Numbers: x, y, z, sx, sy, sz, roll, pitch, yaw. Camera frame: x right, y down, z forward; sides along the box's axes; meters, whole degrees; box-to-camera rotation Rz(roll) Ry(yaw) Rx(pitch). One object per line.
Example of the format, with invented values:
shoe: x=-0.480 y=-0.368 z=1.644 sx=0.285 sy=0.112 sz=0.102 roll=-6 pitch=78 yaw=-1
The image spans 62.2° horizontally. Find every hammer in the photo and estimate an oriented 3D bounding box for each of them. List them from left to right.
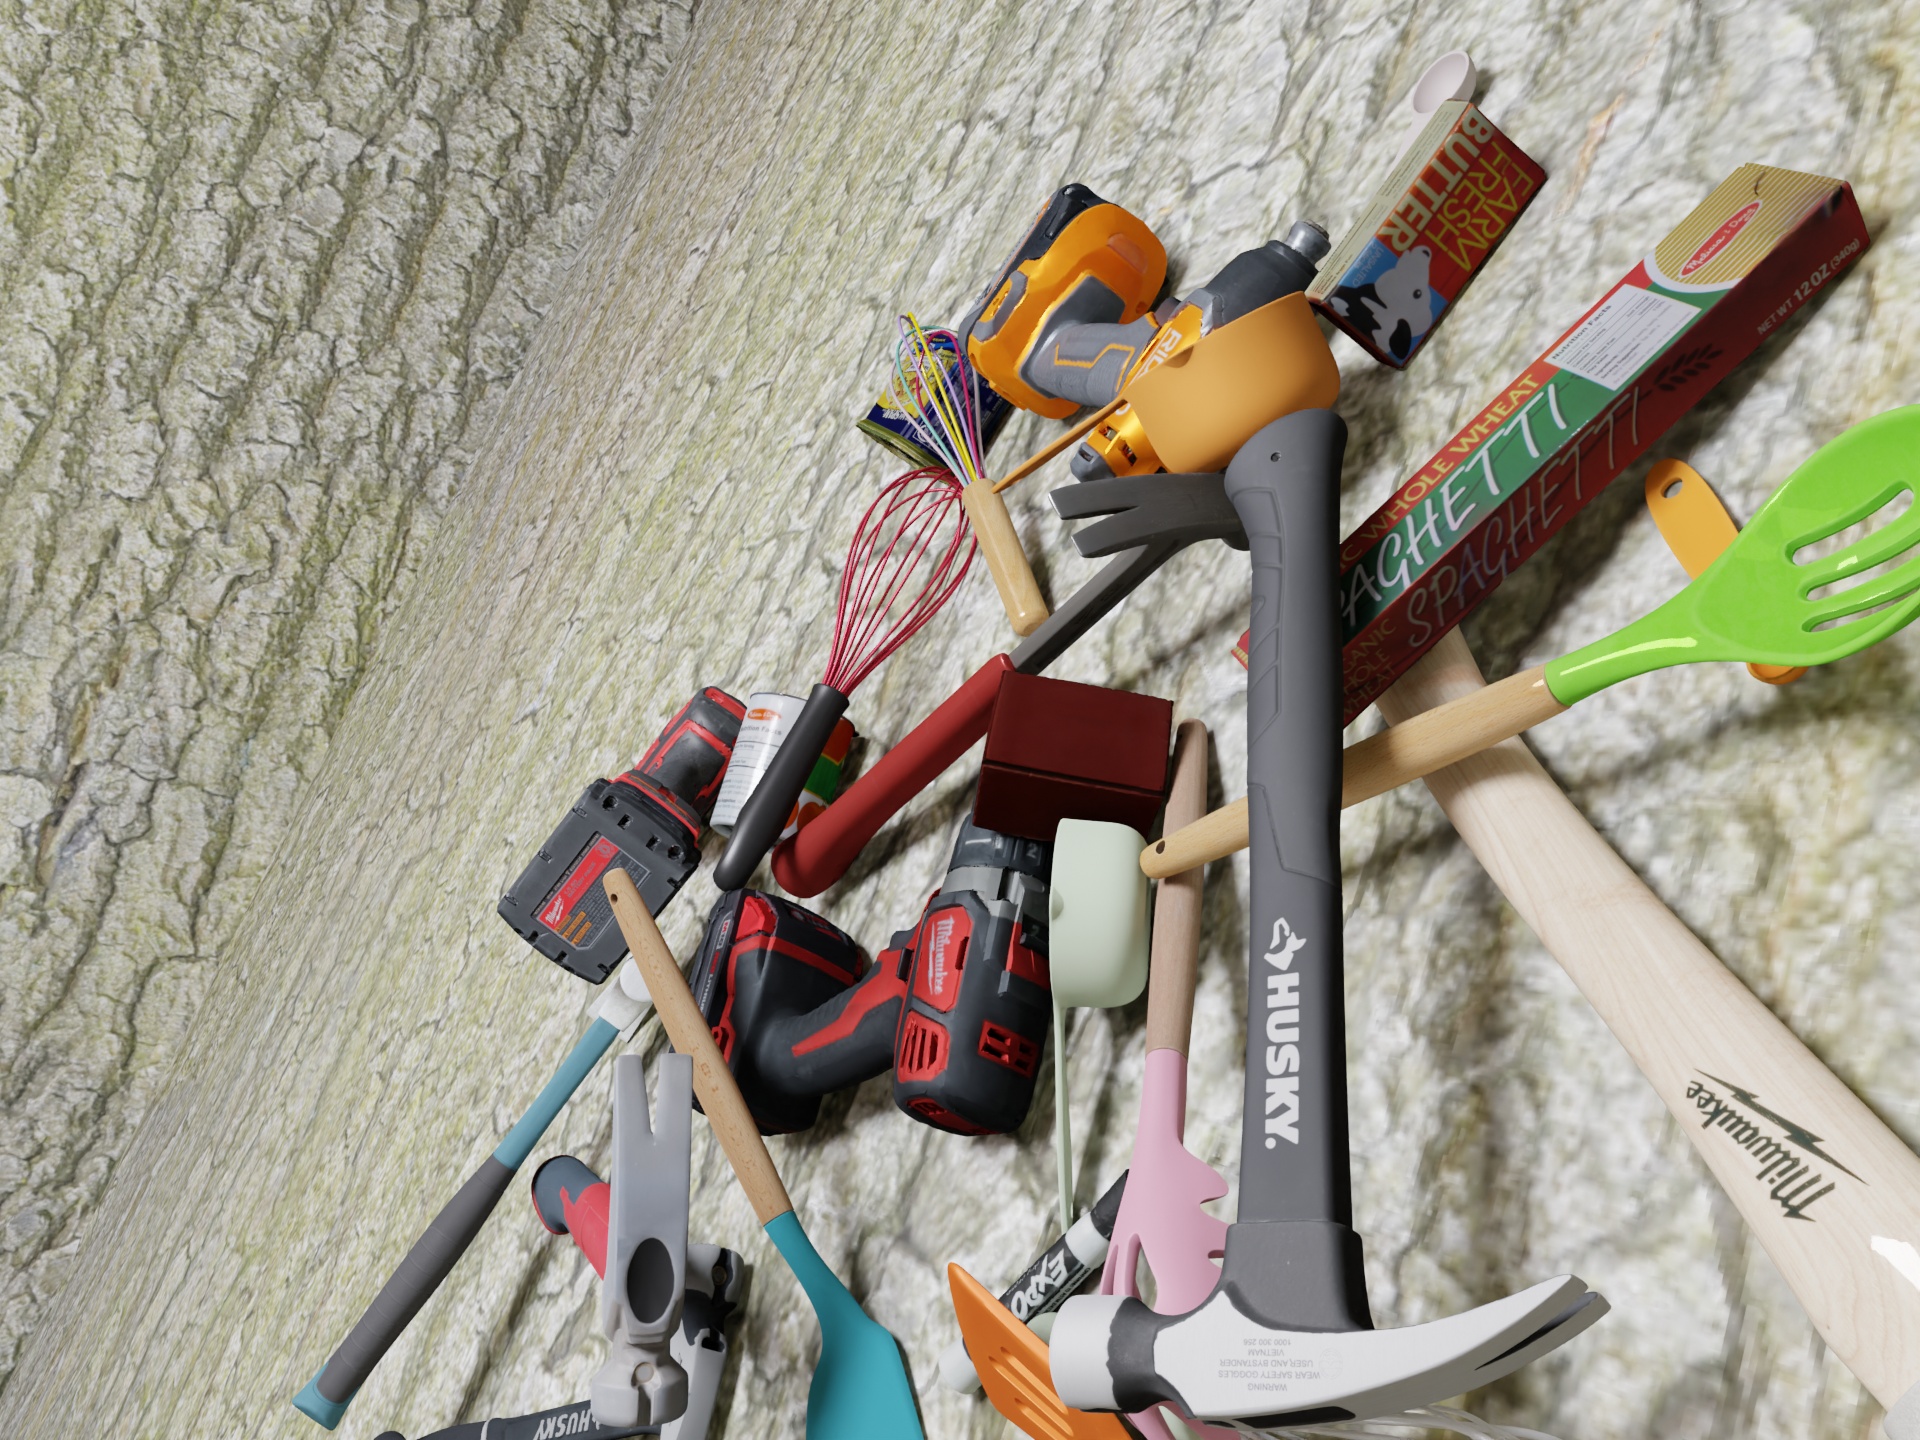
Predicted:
hammer: x=-0.283 y=0.277 z=0.956 sx=0.331 sy=0.033 sz=0.128 roll=-54 pitch=4 yaw=-13
hammer: x=-0.248 y=0.404 z=0.880 sx=0.409 sy=0.036 sz=0.149 roll=-33 pitch=39 yaw=41
hammer: x=-0.184 y=0.237 z=0.808 sx=0.386 sy=0.038 sz=0.143 roll=153 pitch=119 yaw=-69
hammer: x=-0.001 y=-0.002 z=0.776 sx=0.359 sy=0.149 sz=0.037 roll=-42 pitch=69 yaw=41
hammer: x=0.109 y=0.038 z=0.494 sx=0.146 sy=0.035 sz=0.335 roll=-13 pitch=54 yaw=31
hammer: x=0.185 y=0.063 z=0.485 sx=0.146 sy=0.038 sz=0.411 roll=-51 pitch=29 yaw=21

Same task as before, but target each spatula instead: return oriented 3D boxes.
spatula: x=-0.099 y=0.201 z=0.710 sx=0.082 sy=0.044 sz=0.318 roll=-44 pitch=65 yaw=29
spatula: x=0.067 y=0.292 z=0.454 sx=0.041 sy=0.081 sz=0.323 roll=-19 pitch=34 yaw=-9

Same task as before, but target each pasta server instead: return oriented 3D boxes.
pasta server: x=0.082 y=0.107 z=0.580 sx=0.060 sy=0.040 sz=0.316 roll=-44 pitch=20 yaw=36

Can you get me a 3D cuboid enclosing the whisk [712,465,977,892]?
whisk: x=-0.065 y=-0.031 z=0.911 sx=0.073 sy=0.073 sz=0.296 roll=-8 pitch=49 yaw=56

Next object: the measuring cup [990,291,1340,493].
measuring cup: x=0.090 y=-0.126 z=0.717 sx=0.173 sy=0.052 sz=0.095 roll=-29 pitch=2 yaw=33

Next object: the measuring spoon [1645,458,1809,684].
measuring spoon: x=0.248 y=-0.050 z=0.517 sx=0.021 sy=0.011 sz=0.117 roll=-44 pitch=29 yaw=30

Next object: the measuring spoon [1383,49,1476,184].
measuring spoon: x=0.216 y=-0.258 z=0.759 sx=0.034 sy=0.018 sz=0.124 roll=25 pitch=93 yaw=62

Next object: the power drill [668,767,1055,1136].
power drill: x=-0.036 y=0.108 z=0.765 sx=0.227 sy=0.080 sz=0.188 roll=-21 pitch=47 yaw=46

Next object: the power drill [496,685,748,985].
power drill: x=-0.204 y=0.069 z=1.018 sx=0.143 sy=0.078 sz=0.220 roll=-49 pitch=7 yaw=18

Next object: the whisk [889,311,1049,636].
whisk: x=0.006 y=-0.145 z=0.912 sx=0.047 sy=0.051 sz=0.245 roll=-60 pitch=40 yaw=47

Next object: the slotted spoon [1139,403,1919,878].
slotted spoon: x=0.168 y=-0.003 z=0.506 sx=0.313 sy=0.031 sz=0.070 roll=-32 pitch=38 yaw=45

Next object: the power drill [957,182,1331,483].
power drill: x=0.096 y=-0.208 z=0.838 sx=0.164 sy=0.084 sz=0.227 roll=-53 pitch=33 yaw=13

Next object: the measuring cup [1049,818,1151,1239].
measuring cup: x=0.057 y=0.122 z=0.633 sx=0.083 sy=0.038 sz=0.168 roll=54 pitch=-144 yaw=-75

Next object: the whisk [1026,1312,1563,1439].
whisk: x=0.092 y=0.218 z=0.492 sx=0.059 sy=0.057 sz=0.246 roll=-35 pitch=12 yaw=-30
